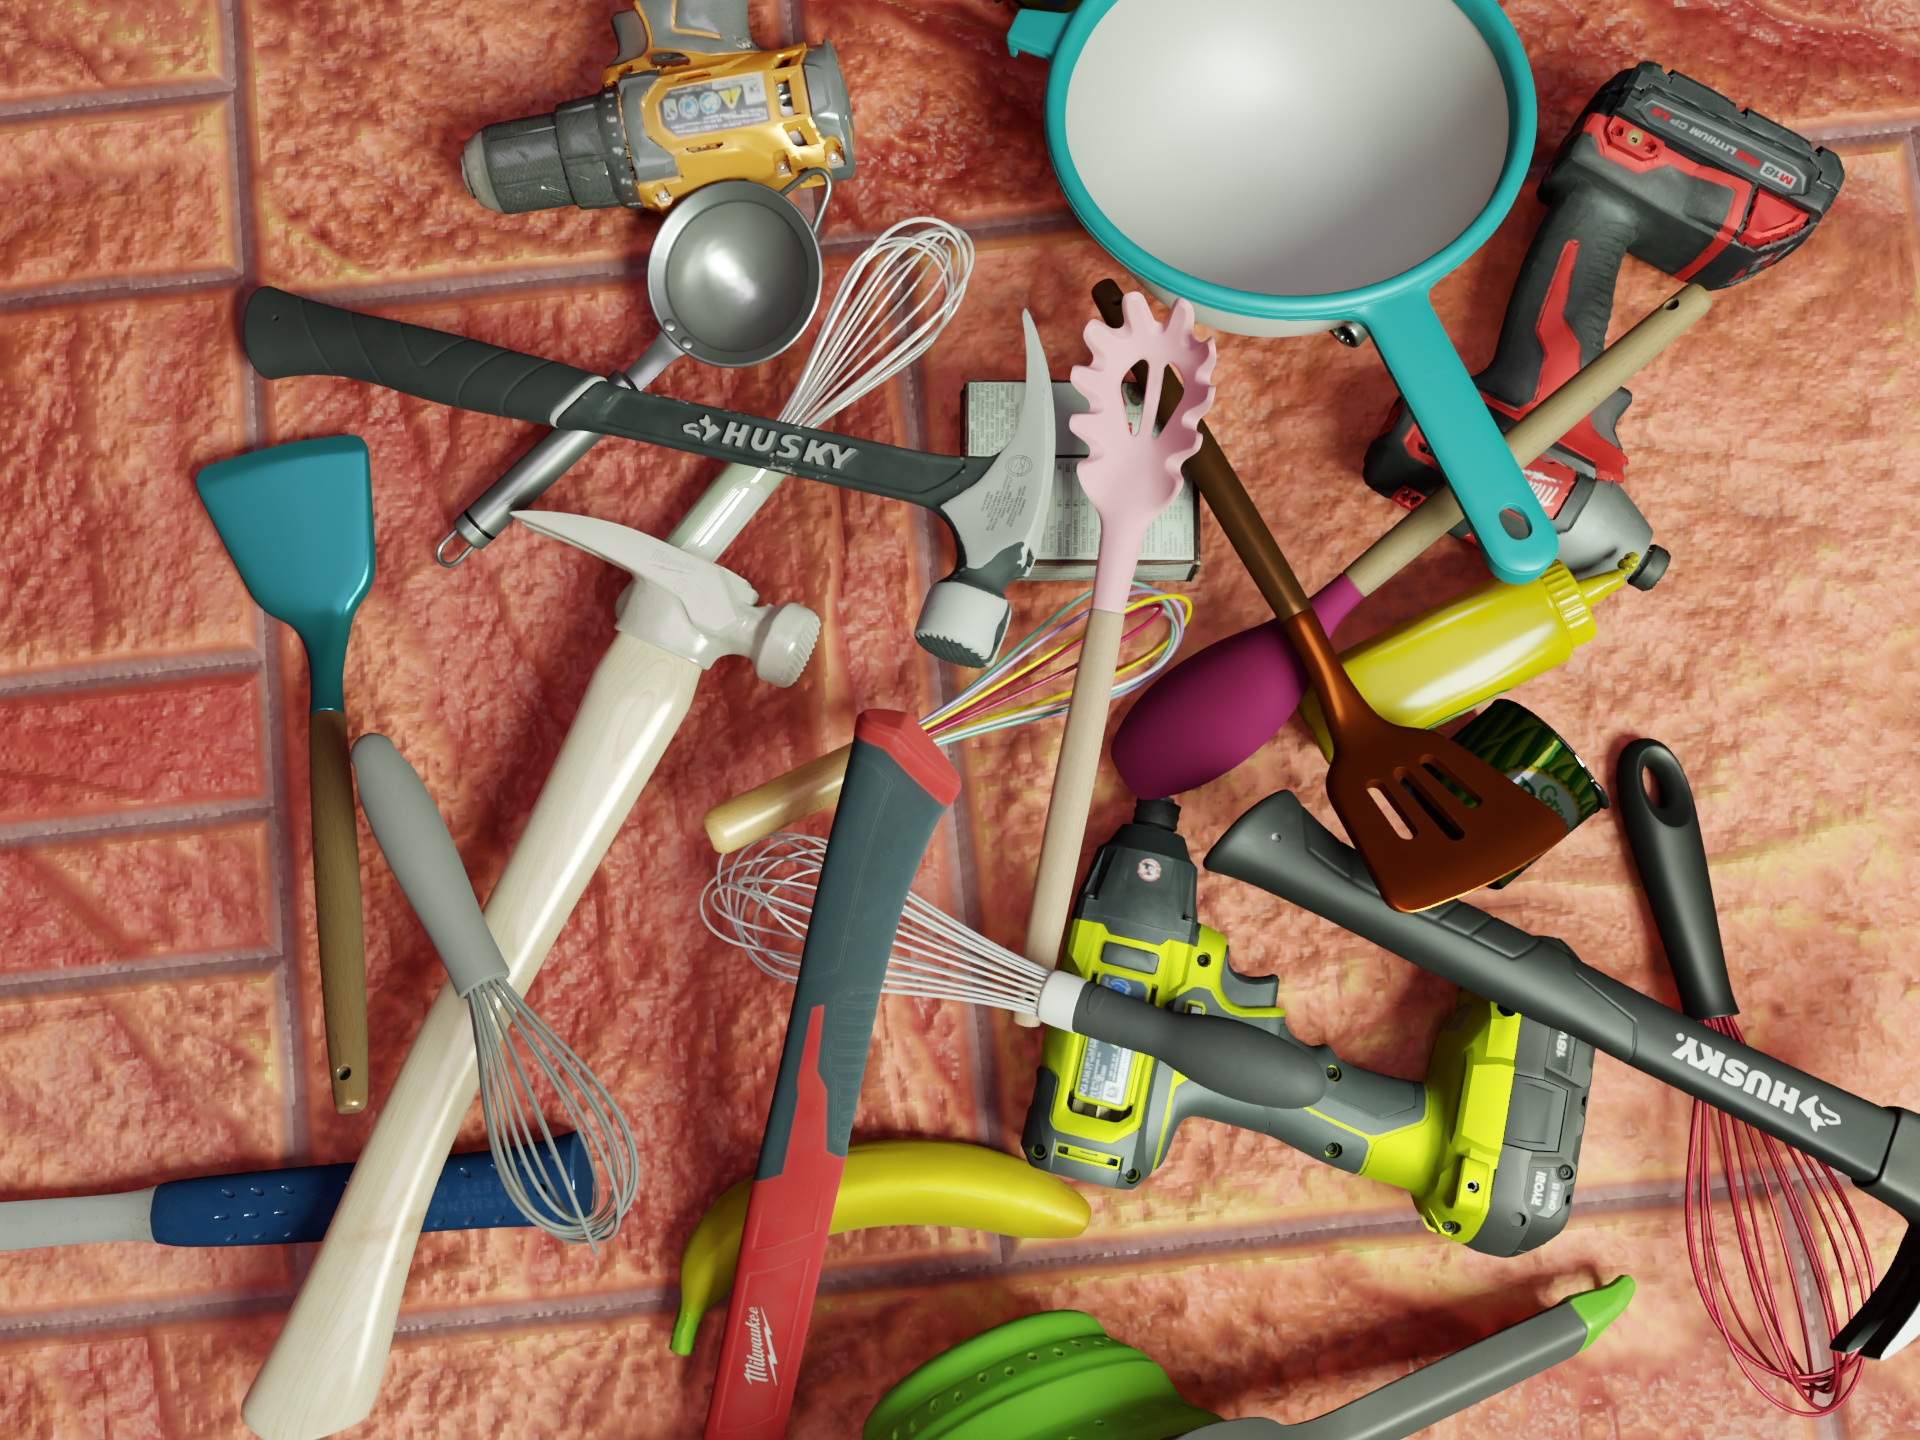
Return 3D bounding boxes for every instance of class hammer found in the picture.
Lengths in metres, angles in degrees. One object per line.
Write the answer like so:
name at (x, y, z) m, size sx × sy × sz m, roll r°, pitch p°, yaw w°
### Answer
hammer at (-0.081, 0.179, 0.658) m, size 0.143 × 0.038 × 0.386 m, roll 13°, pitch 103°, yaw 2°
hammer at (0.254, 0.121, 0.639) m, size 0.335 × 0.035 × 0.146 m, roll 26°, pitch 76°, yaw 6°
hammer at (-0.150, -0.142, 0.705) m, size 0.409 × 0.036 × 0.149 m, roll 16°, pitch 76°, yaw 17°
hammer at (-0.213, 0.108, 0.694) m, size 0.146 × 0.038 × 0.411 m, roll 24°, pitch 83°, yaw 5°
hammer at (-0.371, 0.229, 0.716) m, size 0.405 × 0.035 × 0.144 m, roll -5°, pitch 83°, yaw 0°

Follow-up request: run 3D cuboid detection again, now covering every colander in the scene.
colander at (0.100, 0.285, 0.669) m, size 0.397 × 0.204 × 0.095 m, roll -17°, pitch 52°, yaw -17°

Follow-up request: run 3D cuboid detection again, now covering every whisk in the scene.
whisk at (0.014, 0.108, 0.669) m, size 0.285 × 0.070 × 0.070 m, roll 16°, pitch 84°, yaw 22°
whisk at (-0.001, -0.004, 0.707) m, size 0.245 × 0.047 × 0.051 m, roll -25°, pitch 90°, yaw -15°
whisk at (0.338, 0.151, 0.704) m, size 0.073 × 0.073 × 0.296 m, roll -9°, pitch 77°, yaw 0°
whisk at (-0.197, 0.107, 0.653) m, size 0.055 × 0.055 × 0.239 m, roll -30°, pitch 77°, yaw -2°
whisk at (-0.079, -0.137, 0.748) m, size 0.246 × 0.057 × 0.059 m, roll -51°, pitch 50°, yaw 0°

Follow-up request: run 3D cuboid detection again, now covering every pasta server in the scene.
pasta server at (0.056, -0.020, 0.682) m, size 0.060 × 0.040 × 0.316 m, roll 12°, pitch 95°, yaw 14°

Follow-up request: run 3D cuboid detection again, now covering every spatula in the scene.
spatula at (0.135, -0.068, 0.678) m, size 0.081 × 0.041 × 0.323 m, roll -23°, pitch 71°, yaw -10°
spatula at (-0.287, 0.017, 0.710) m, size 0.082 × 0.044 × 0.318 m, roll -13°, pitch 65°, yaw -4°

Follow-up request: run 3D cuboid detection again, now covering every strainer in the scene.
strainer at (-0.154, -0.162, 0.752) m, size 0.258 × 0.050 × 0.087 m, roll -42°, pitch 84°, yaw 3°
strainer at (0.167, -0.198, 0.709) m, size 0.211 × 0.095 × 0.341 m, roll -21°, pitch 73°, yaw -3°

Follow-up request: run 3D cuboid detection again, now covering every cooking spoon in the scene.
cooking spoon at (0.191, -0.077, 0.693) m, size 0.319 × 0.017 × 0.069 m, roll -41°, pitch 44°, yaw 11°

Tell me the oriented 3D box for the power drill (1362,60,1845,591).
power drill at (0.297, -0.171, 0.731) m, size 0.143 × 0.078 × 0.219 m, roll 30°, pitch 88°, yaw 5°

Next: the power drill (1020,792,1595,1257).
power drill at (0.152, 0.134, 0.699) m, size 0.223 × 0.080 × 0.171 m, roll 12°, pitch 79°, yaw 5°

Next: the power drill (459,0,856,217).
power drill at (-0.158, -0.353, 0.758) m, size 0.185 × 0.084 × 0.226 m, roll -11°, pitch 88°, yaw 0°
